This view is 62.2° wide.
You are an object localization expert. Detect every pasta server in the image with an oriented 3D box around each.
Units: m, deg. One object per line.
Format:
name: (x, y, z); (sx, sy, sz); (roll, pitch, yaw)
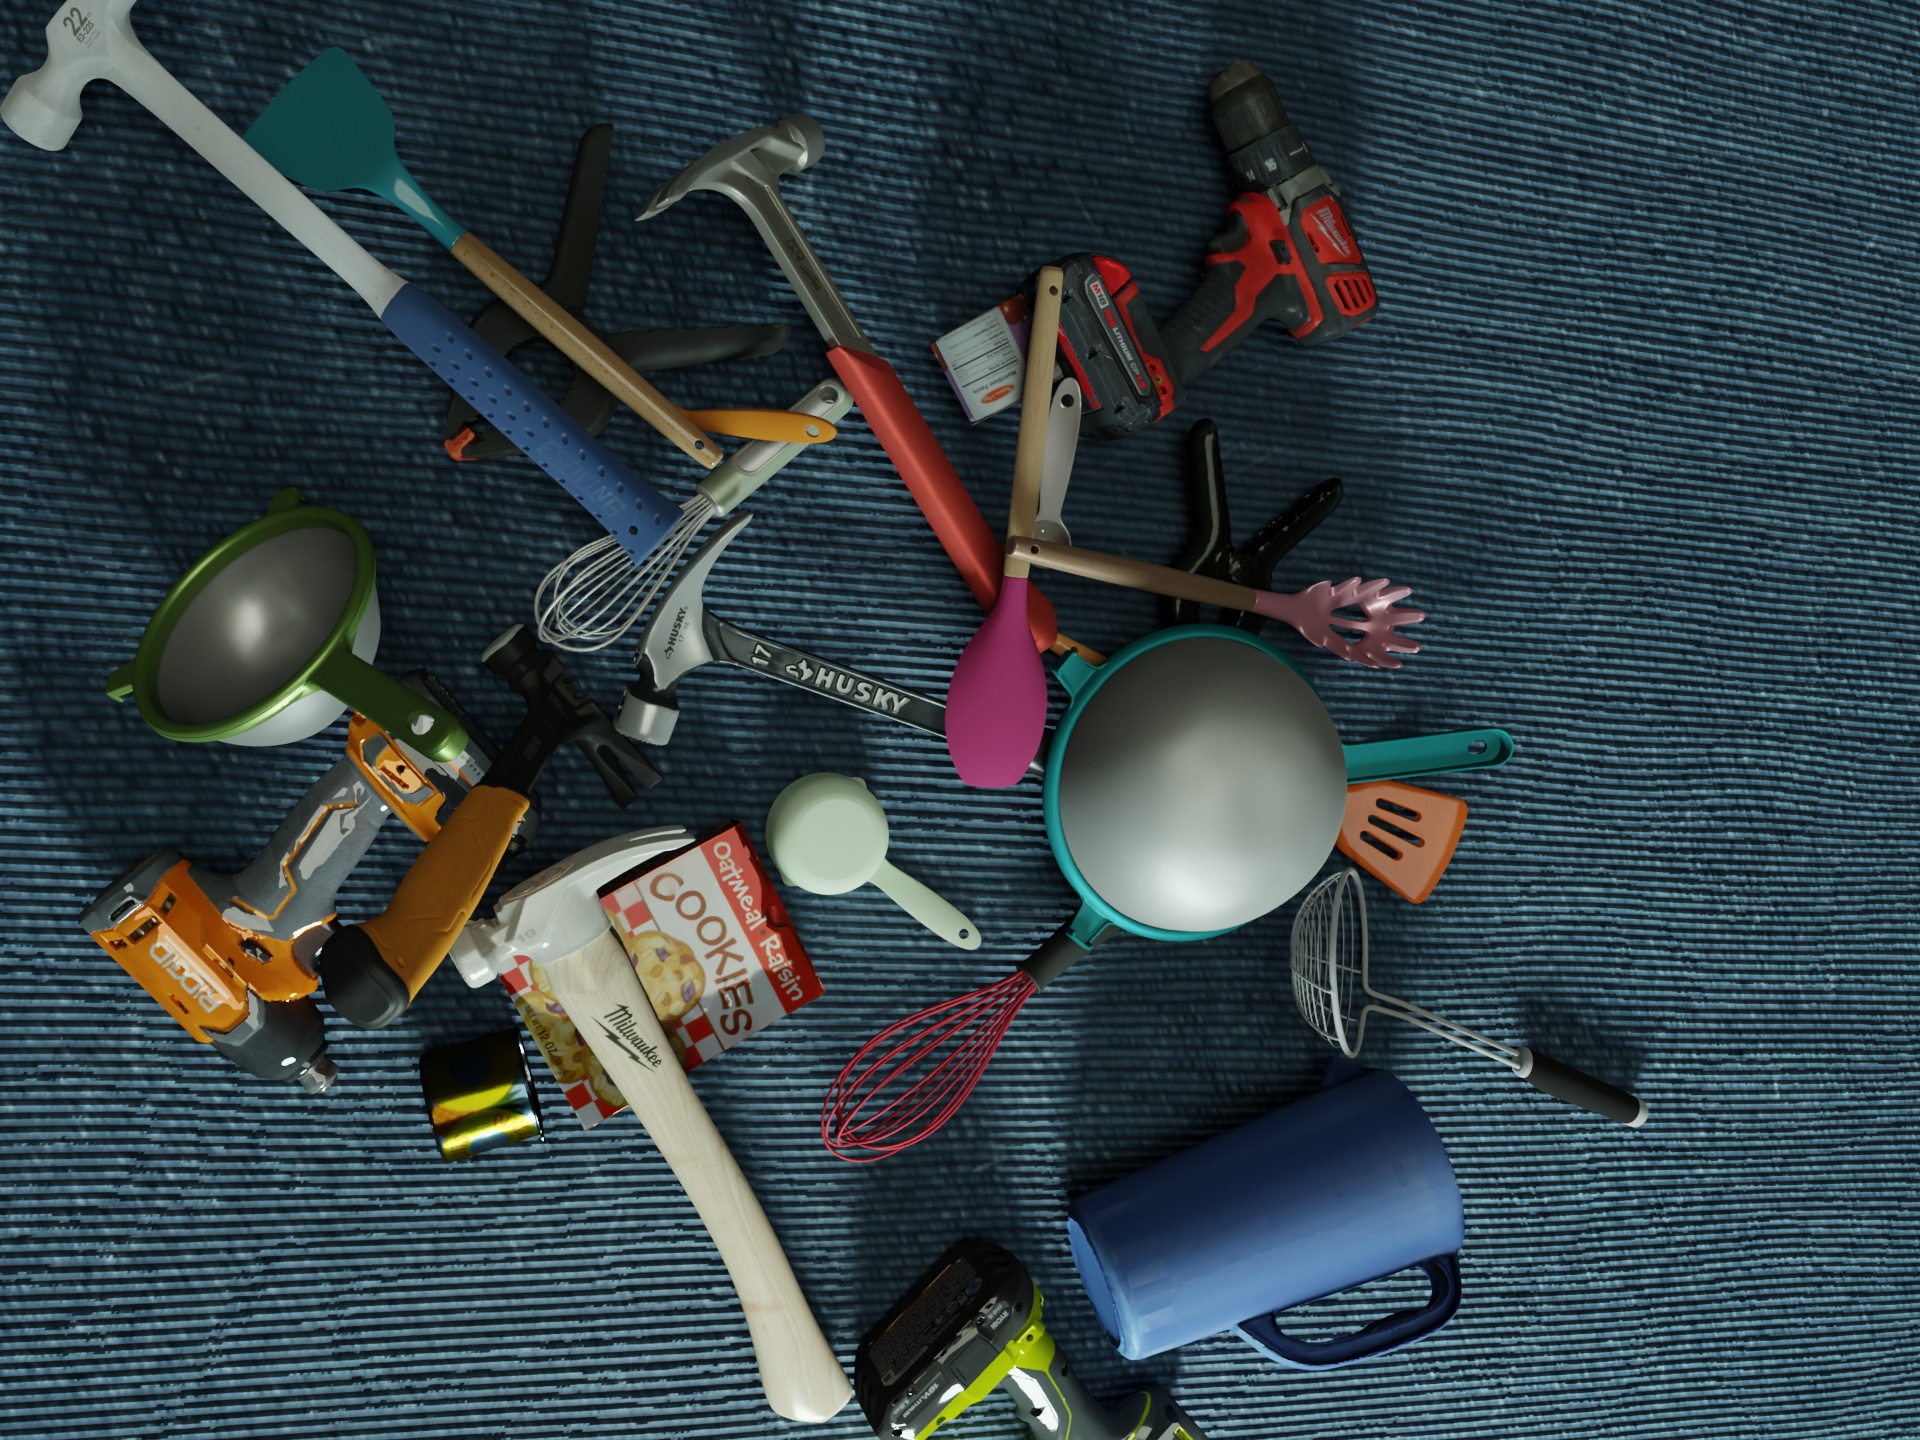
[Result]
pasta server: (0.169, -0.083, 1.021); (0.316, 0.040, 0.060); (9, 88, -29)

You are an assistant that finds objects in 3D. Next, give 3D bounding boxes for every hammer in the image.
hammer: (-0.002, -0.003, 1.007); (0.408, 0.036, 0.149); (19, 94, -22)
hammer: (-0.313, -0.240, 0.864); (0.405, 0.035, 0.144); (42, 109, -12)
hammer: (-0.048, -0.185, 0.968); (0.359, 0.037, 0.149); (58, 45, -17)
hammer: (-0.236, 0.056, 0.807); (0.034, 0.337, 0.127); (-35, 107, 14)
hammer: (-0.150, 0.259, 0.961); (0.146, 0.038, 0.410); (-29, 112, -15)

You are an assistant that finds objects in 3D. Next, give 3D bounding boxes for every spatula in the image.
spatula: (0.199, 0.021, 1.081); (0.322, 0.041, 0.081); (28, 87, -16)
spatula: (-0.260, -0.251, 0.899); (0.317, 0.044, 0.082); (41, 83, -9)

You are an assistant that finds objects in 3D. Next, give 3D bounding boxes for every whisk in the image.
whisk: (-0.158, -0.128, 0.959); (0.246, 0.059, 0.058); (-43, 79, -14)
whisk: (0.029, 0.180, 1.035); (0.296, 0.073, 0.073); (-38, 104, -18)

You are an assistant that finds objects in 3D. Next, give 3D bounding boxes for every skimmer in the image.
skimmer: (0.373, 0.216, 1.122); (0.363, 0.090, 0.127); (25, 57, -19)

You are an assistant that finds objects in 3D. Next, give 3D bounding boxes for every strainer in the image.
strainer: (0.226, 0.041, 1.021); (0.340, 0.095, 0.211); (-6, 100, -16)
strainer: (-0.328, -0.021, 0.841); (0.151, 0.256, 0.069); (-54, 145, -16)

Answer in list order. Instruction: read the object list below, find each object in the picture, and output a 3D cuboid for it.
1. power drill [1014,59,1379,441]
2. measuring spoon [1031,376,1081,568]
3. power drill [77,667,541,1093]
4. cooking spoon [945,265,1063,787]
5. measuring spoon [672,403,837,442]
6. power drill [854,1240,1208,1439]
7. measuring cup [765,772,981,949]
power drill: (0.149, -0.301, 1.024); (0.226, 0.080, 0.188); (-31, 102, -15)
measuring spoon: (0.062, -0.159, 1.020); (0.034, 0.018, 0.124); (11, 111, 8)
power drill: (-0.349, 0.096, 0.901); (0.226, 0.084, 0.164); (-39, 105, -6)
cooking spoon: (0.036, -0.114, 0.972); (0.068, 0.017, 0.319); (3, 100, -21)
measuring spoon: (-0.128, -0.174, 0.946); (0.117, 0.011, 0.021); (7, 132, 18)
power drill: (0.040, 0.470, 1.049); (0.171, 0.080, 0.223); (-43, 108, -10)
measuring cup: (-0.048, 0.099, 1.011); (0.167, 0.038, 0.083); (38, 83, -14)
